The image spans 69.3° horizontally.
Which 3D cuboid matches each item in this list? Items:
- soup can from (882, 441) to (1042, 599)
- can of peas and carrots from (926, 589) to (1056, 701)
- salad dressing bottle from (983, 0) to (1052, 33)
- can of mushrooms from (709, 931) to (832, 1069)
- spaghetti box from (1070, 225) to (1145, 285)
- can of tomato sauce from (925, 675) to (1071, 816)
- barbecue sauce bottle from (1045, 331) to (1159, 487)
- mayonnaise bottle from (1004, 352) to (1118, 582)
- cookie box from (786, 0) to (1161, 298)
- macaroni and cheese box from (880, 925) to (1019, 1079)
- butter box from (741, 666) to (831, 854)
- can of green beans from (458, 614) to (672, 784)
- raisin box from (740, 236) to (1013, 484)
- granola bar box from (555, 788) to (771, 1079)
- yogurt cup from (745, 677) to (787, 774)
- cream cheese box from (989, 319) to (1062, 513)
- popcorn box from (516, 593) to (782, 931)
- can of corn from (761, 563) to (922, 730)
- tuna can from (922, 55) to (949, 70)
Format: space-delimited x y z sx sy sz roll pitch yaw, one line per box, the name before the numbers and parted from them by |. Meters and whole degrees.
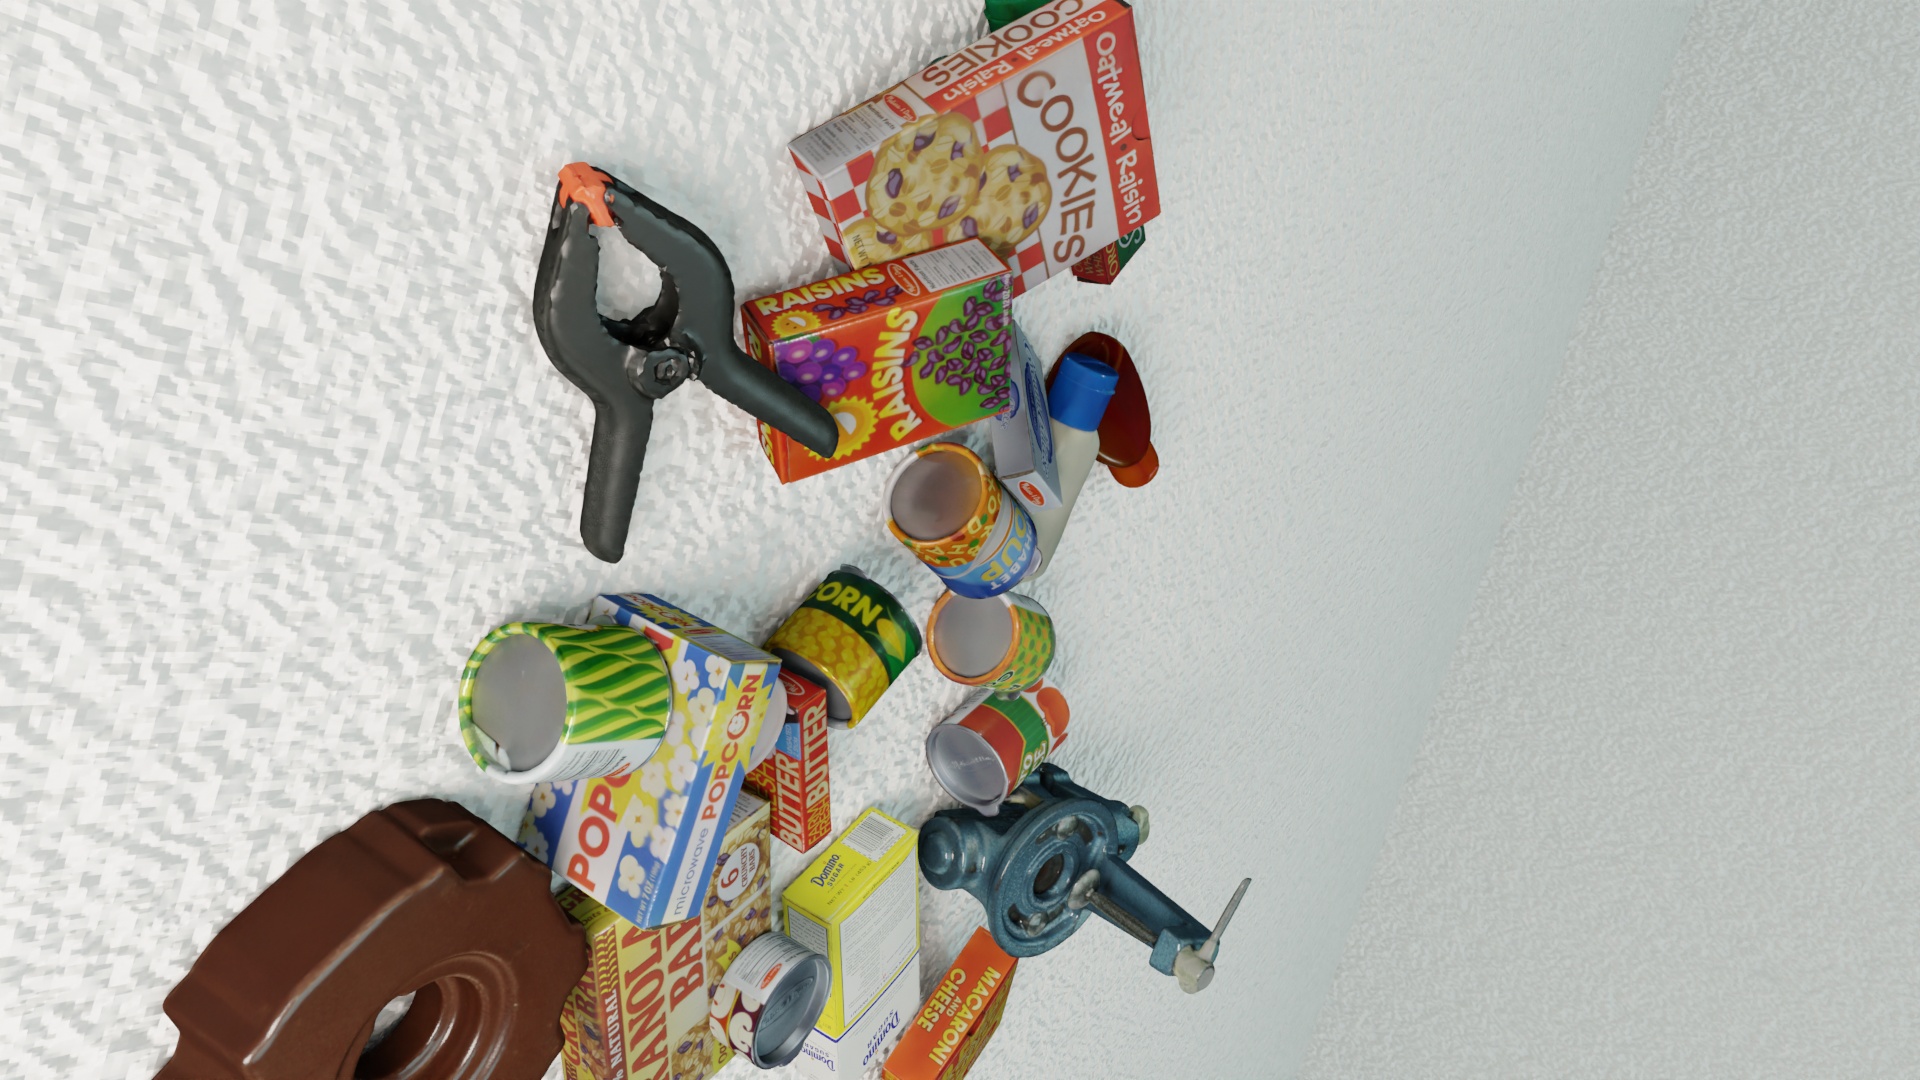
soup can | 0.003 -0.010 0.805 0.071 0.071 0.083 -62 150 -11
can of peas and carrots | 0.019 0.065 0.886 0.058 0.071 0.071 23 89 -60
salad dressing bottle | 0.047 -0.230 0.754 0.064 0.044 0.147 -103 176 -49
can of mushrooms | -0.103 0.251 0.756 0.071 0.033 0.070 -40 141 -43
spaghetti box | 0.071 -0.255 0.803 0.050 0.029 0.248 -53 147 -25
can of tomato sauce | 0.028 0.135 0.946 0.083 0.071 0.070 -36 137 -45
barbecue sauce bottle | 0.104 -0.082 0.958 0.065 0.044 0.148 -54 150 -7
mayonnaise bottle | 0.054 -0.044 0.874 0.065 0.041 0.147 -7 125 -52
cookie box | 0.014 -0.175 0.676 0.168 0.040 0.122 -31 141 -9
macaroni and cheese box | -0.010 0.372 1.027 0.124 0.040 0.165 -49 161 -32
butter box | -0.096 0.113 0.738 0.024 0.053 0.103 -34 136 -43
can of green beans | -0.165 0.067 0.579 0.058 0.071 0.071 10 100 -60
raisin box | -0.037 -0.085 0.662 0.124 0.040 0.085 -20 138 -19
granola bar box | -0.154 0.224 0.729 0.125 0.039 0.164 -34 136 -47
yogurt cup | -0.121 0.080 0.673 0.073 0.054 0.072 -37 137 -44
cream cheese box | 0.035 -0.072 0.814 0.053 0.024 0.104 47 33 -59
popcorn box | -0.140 0.096 0.620 0.038 0.085 0.126 10 100 -60
can of corn | -0.065 0.057 0.742 0.058 0.071 0.070 -49 145 -31
tuna can | 0.004 -0.212 0.713 0.071 0.033 0.070 -38 139 -42
